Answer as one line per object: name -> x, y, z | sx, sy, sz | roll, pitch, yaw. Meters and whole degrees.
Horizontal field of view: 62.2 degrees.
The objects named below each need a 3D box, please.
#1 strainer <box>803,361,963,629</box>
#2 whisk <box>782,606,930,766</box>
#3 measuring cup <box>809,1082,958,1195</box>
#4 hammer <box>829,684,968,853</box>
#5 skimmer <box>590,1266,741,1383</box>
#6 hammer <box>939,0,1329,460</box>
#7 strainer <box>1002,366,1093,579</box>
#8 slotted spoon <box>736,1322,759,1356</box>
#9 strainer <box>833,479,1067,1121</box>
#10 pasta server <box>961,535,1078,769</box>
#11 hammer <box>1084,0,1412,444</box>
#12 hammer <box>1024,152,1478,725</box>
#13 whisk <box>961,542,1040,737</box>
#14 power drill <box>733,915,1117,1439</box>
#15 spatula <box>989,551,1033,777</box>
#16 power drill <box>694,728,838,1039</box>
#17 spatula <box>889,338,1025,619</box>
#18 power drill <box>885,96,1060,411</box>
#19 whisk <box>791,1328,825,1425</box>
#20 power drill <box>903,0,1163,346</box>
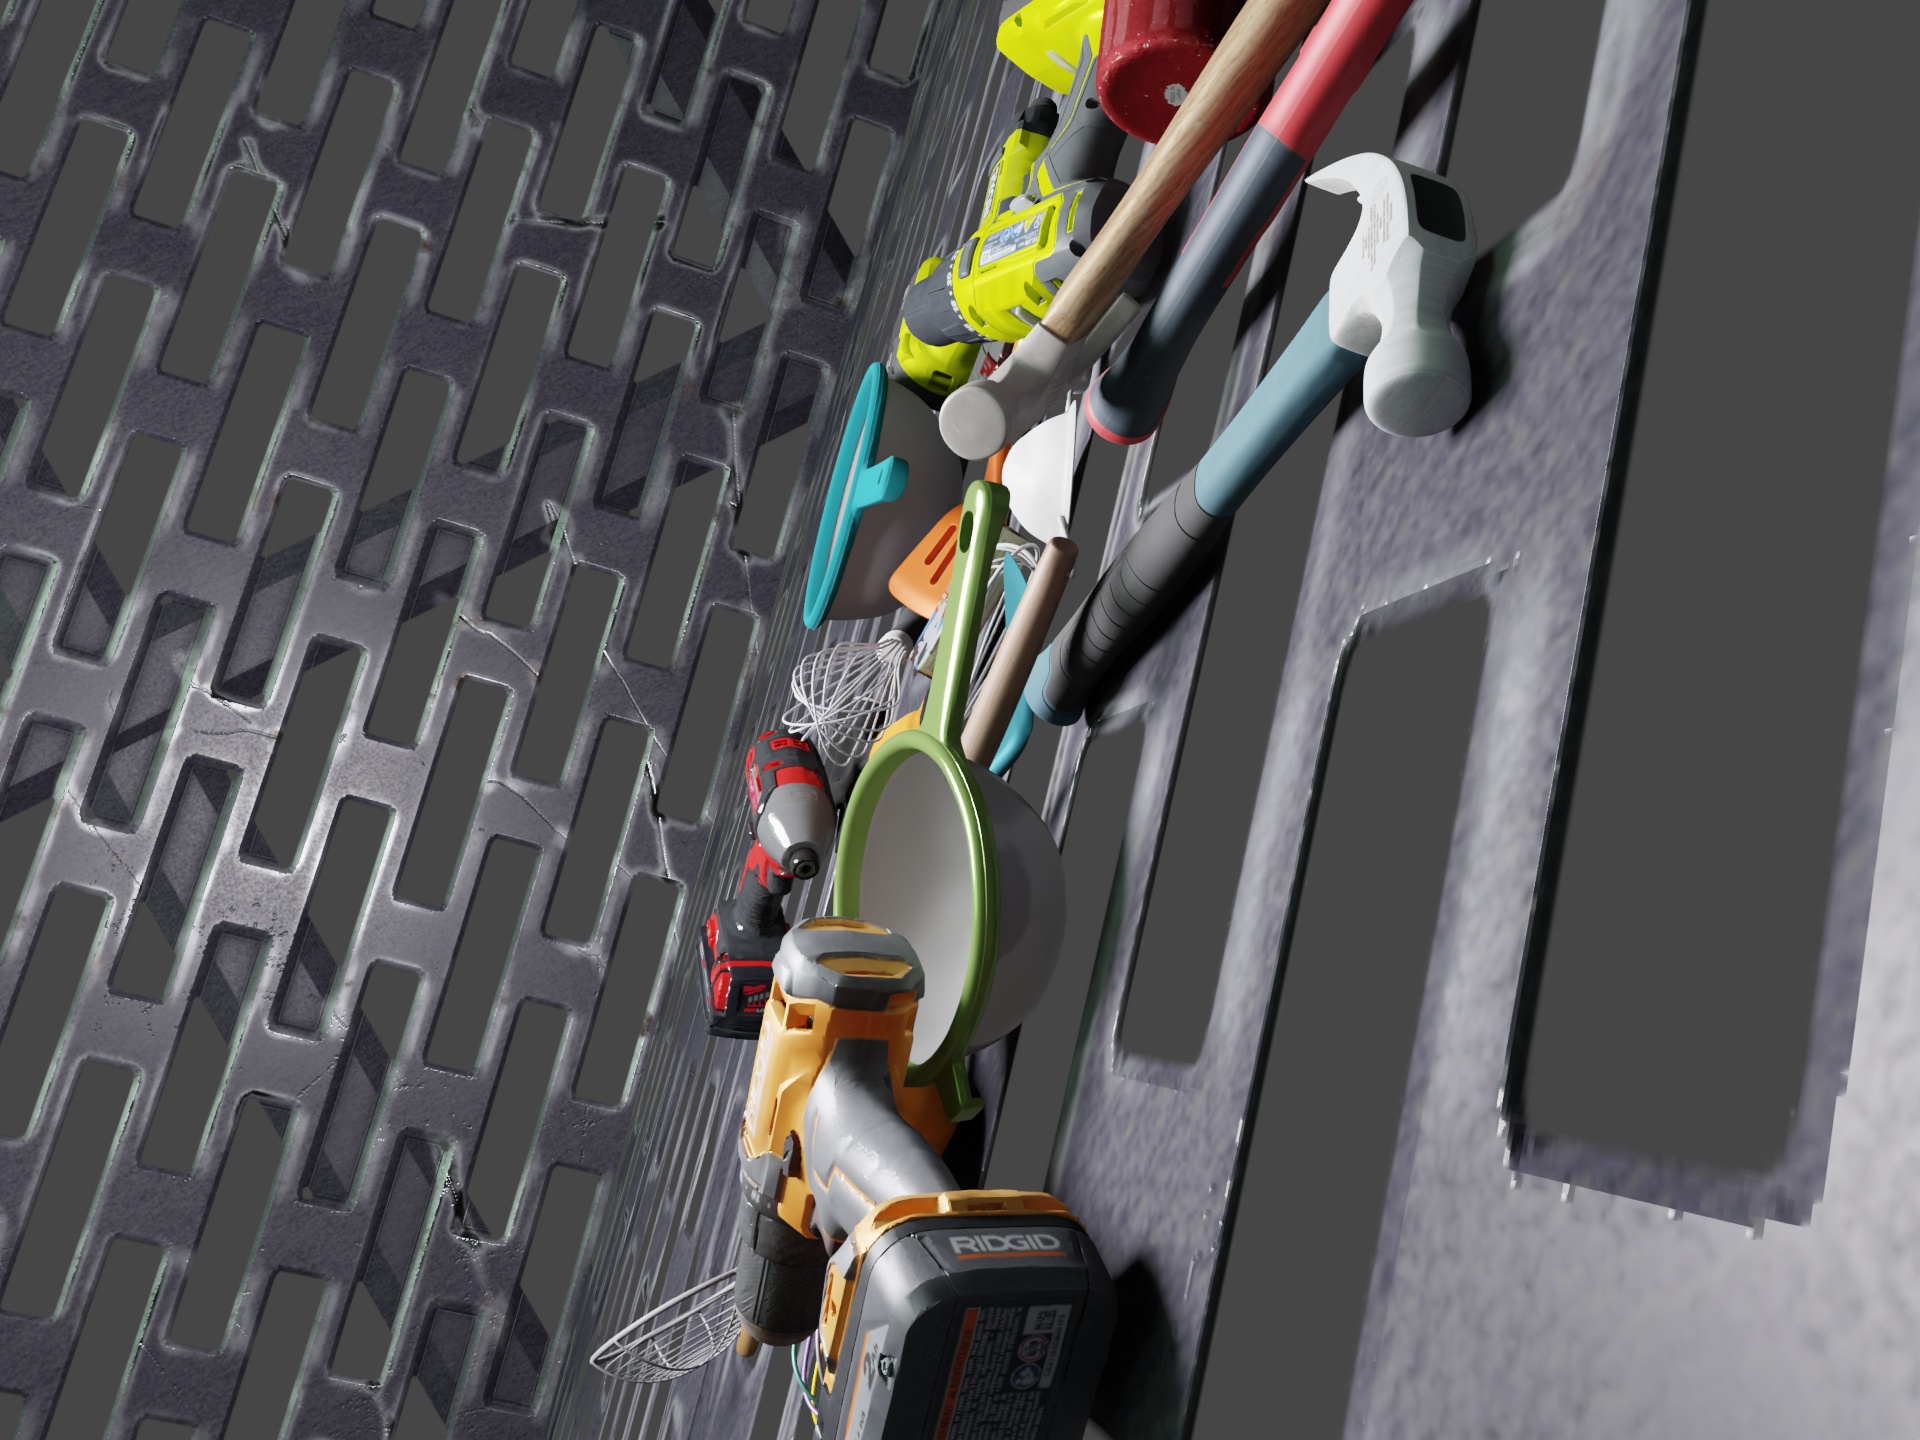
strainer -> -0.040, -0.158, 1.174 | 0.340, 0.095, 0.211 | -158, 83, -78
whisk -> -0.051, -0.038, 1.042 | 0.285, 0.070, 0.070 | -53, -15, -69
measuring cup -> -0.015, 0.165, 0.752 | 0.174, 0.052, 0.095 | -54, -7, -32
hammer -> -0.051, 0.026, 1.127 | 0.337, 0.034, 0.127 | 154, 132, -74
skimmer -> -0.155, 0.288, 1.113 | 0.127, 0.090, 0.363 | 31, -104, -69
hammer -> 0.105, -0.247, 0.627 | 0.331, 0.031, 0.130 | -53, -2, 31
strainer -> 0.060, -0.186, 0.892 | 0.086, 0.050, 0.259 | 98, -175, -58
slotted spoon -> -0.100, 0.273, 1.035 | 0.070, 0.031, 0.313 | -123, 49, -75
strainer -> 0.011, 0.029, 0.679 | 0.152, 0.069, 0.256 | 27, 109, 62
pasta server -> 0.001, 0.049, 0.753 | 0.060, 0.040, 0.316 | -37, -24, -51
hammer -> 0.111, -0.203, 0.573 | 0.143, 0.038, 0.386 | -49, -4, -26
hammer -> 0.092, -0.080, 0.607 | 0.331, 0.033, 0.128 | 126, 156, -59
whisk -> -0.001, -0.003, 0.926 | 0.059, 0.058, 0.246 | -35, -25, -47
power drill -> -0.035, 0.201, 0.583 | 0.226, 0.084, 0.185 | -134, 53, -62
spatula -> -0.018, 0.065, 0.854 | 0.317, 0.044, 0.082 | -63, 19, 19
power drill -> -0.142, 0.131, 1.206 | 0.143, 0.078, 0.219 | -113, 33, -53
spatula -> 0.030, -0.218, 1.014 | 0.081, 0.041, 0.322 | 33, 113, 44
power drill -> 0.021, -0.355, 1.224 | 0.223, 0.080, 0.171 | 132, 152, -57
whisk -> -0.049, 0.243, 0.801 | 0.245, 0.051, 0.047 | -85, 10, -55
power drill -> 0.051, -0.324, 0.914 | 0.191, 0.080, 0.228 | -2, 69, 55
